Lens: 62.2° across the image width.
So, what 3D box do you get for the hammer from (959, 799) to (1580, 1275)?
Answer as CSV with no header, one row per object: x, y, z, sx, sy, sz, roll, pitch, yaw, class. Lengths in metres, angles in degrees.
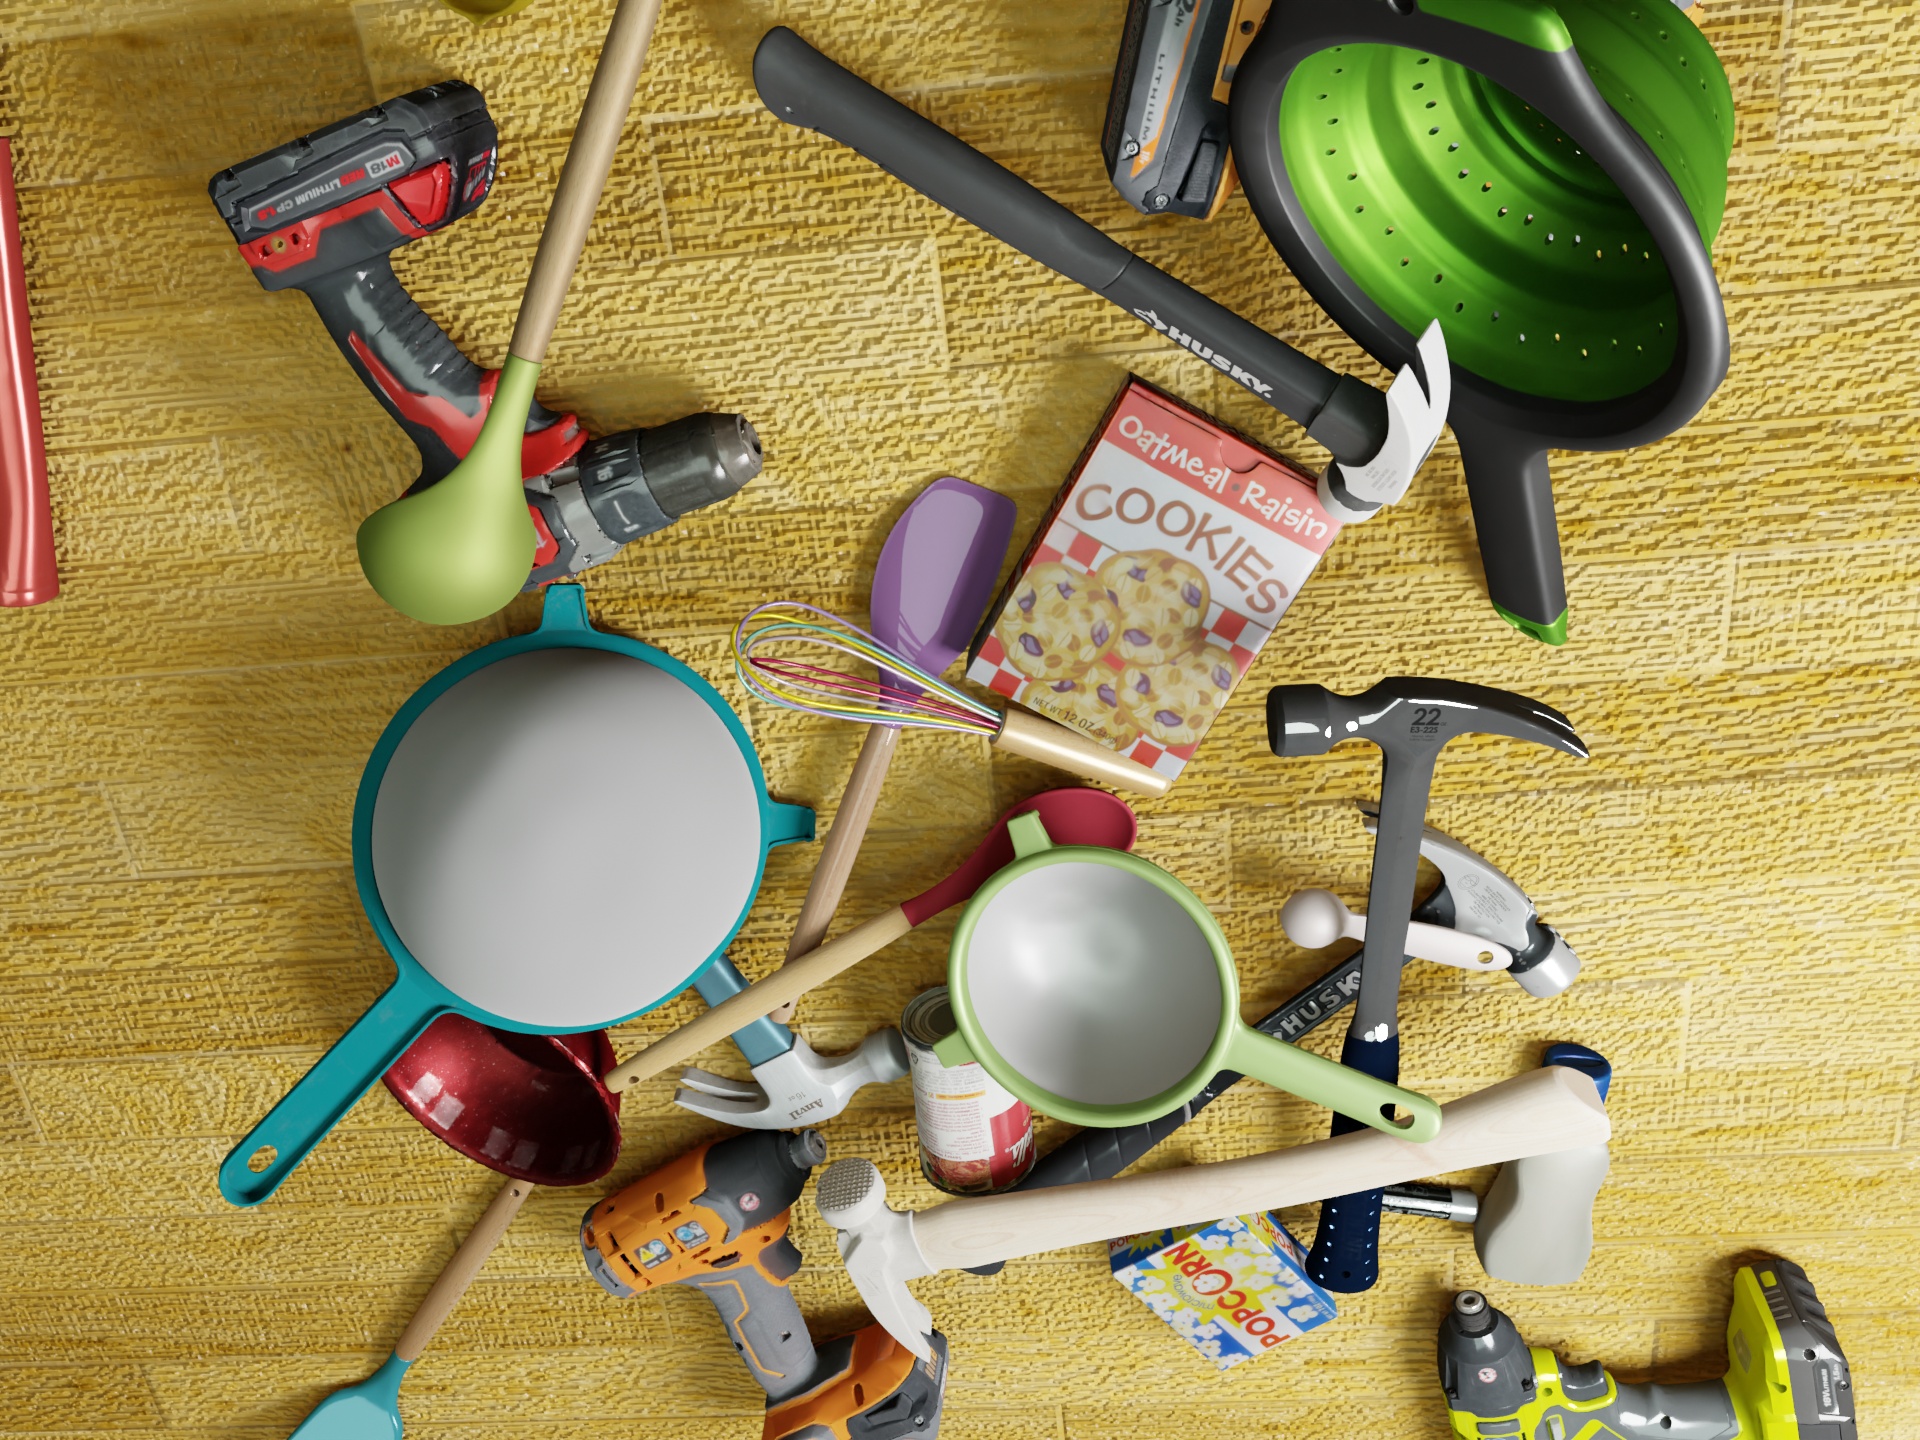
0.139,0.202,0.909,0.409,0.036,0.149,-40,105,20,hammer

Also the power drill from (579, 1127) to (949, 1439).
-0.102,0.350,0.971,0.164,0.084,0.226,-32,105,17,power drill

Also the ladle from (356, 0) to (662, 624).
-0.181,-0.183,0.676,0.078,0.062,0.320,9,113,-40,ladle

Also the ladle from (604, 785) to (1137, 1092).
-0.050,0.119,0.849,0.315,0.031,0.069,-29,124,0,ladle

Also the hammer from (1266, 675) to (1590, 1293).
0.223,0.154,0.830,0.144,0.035,0.405,-2,122,1,hammer

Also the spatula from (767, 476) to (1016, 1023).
-0.049,0.023,0.833,0.059,0.018,0.316,18,107,-8,spatula

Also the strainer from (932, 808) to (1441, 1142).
0.122,0.147,0.818,0.256,0.069,0.151,21,108,11,strainer

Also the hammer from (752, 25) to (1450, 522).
0.056,-0.199,0.676,0.335,0.146,0.035,33,82,4,hammer

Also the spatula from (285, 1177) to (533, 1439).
-0.351,0.402,1.031,0.082,0.044,0.317,32,112,-7,spatula

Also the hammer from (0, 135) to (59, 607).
-0.454,-0.225,0.752,0.149,0.037,0.358,8,115,0,hammer

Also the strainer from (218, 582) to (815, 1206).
-0.228,0.109,0.770,0.340,0.095,0.210,-48,111,-12,strainer

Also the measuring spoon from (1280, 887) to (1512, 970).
0.229,0.116,0.832,0.124,0.018,0.034,12,114,0,measuring spoon

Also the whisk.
-0.002,-0.001,0.799,0.244,0.047,0.051,19,106,-19,whisk

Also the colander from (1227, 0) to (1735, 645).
0.235,-0.162,0.638,0.094,0.205,0.396,-49,143,-7,colander

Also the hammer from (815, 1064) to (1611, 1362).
0.137,0.259,0.858,0.410,0.038,0.146,-15,122,12,hammer

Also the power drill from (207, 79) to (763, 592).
-0.213,-0.173,0.739,0.188,0.080,0.226,-17,115,11,power drill

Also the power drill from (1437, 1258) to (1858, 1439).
0.407,0.402,0.961,0.223,0.080,0.171,-13,113,13,power drill

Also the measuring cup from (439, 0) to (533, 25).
-0.251,-0.341,0.696,0.156,0.029,0.062,9,116,13,measuring cup

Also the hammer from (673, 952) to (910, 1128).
-0.168,0.100,0.884,0.128,0.033,0.330,-29,109,15,hammer

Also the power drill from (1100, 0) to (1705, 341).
0.177,-0.243,0.677,0.226,0.084,0.185,8,123,-5,power drill
